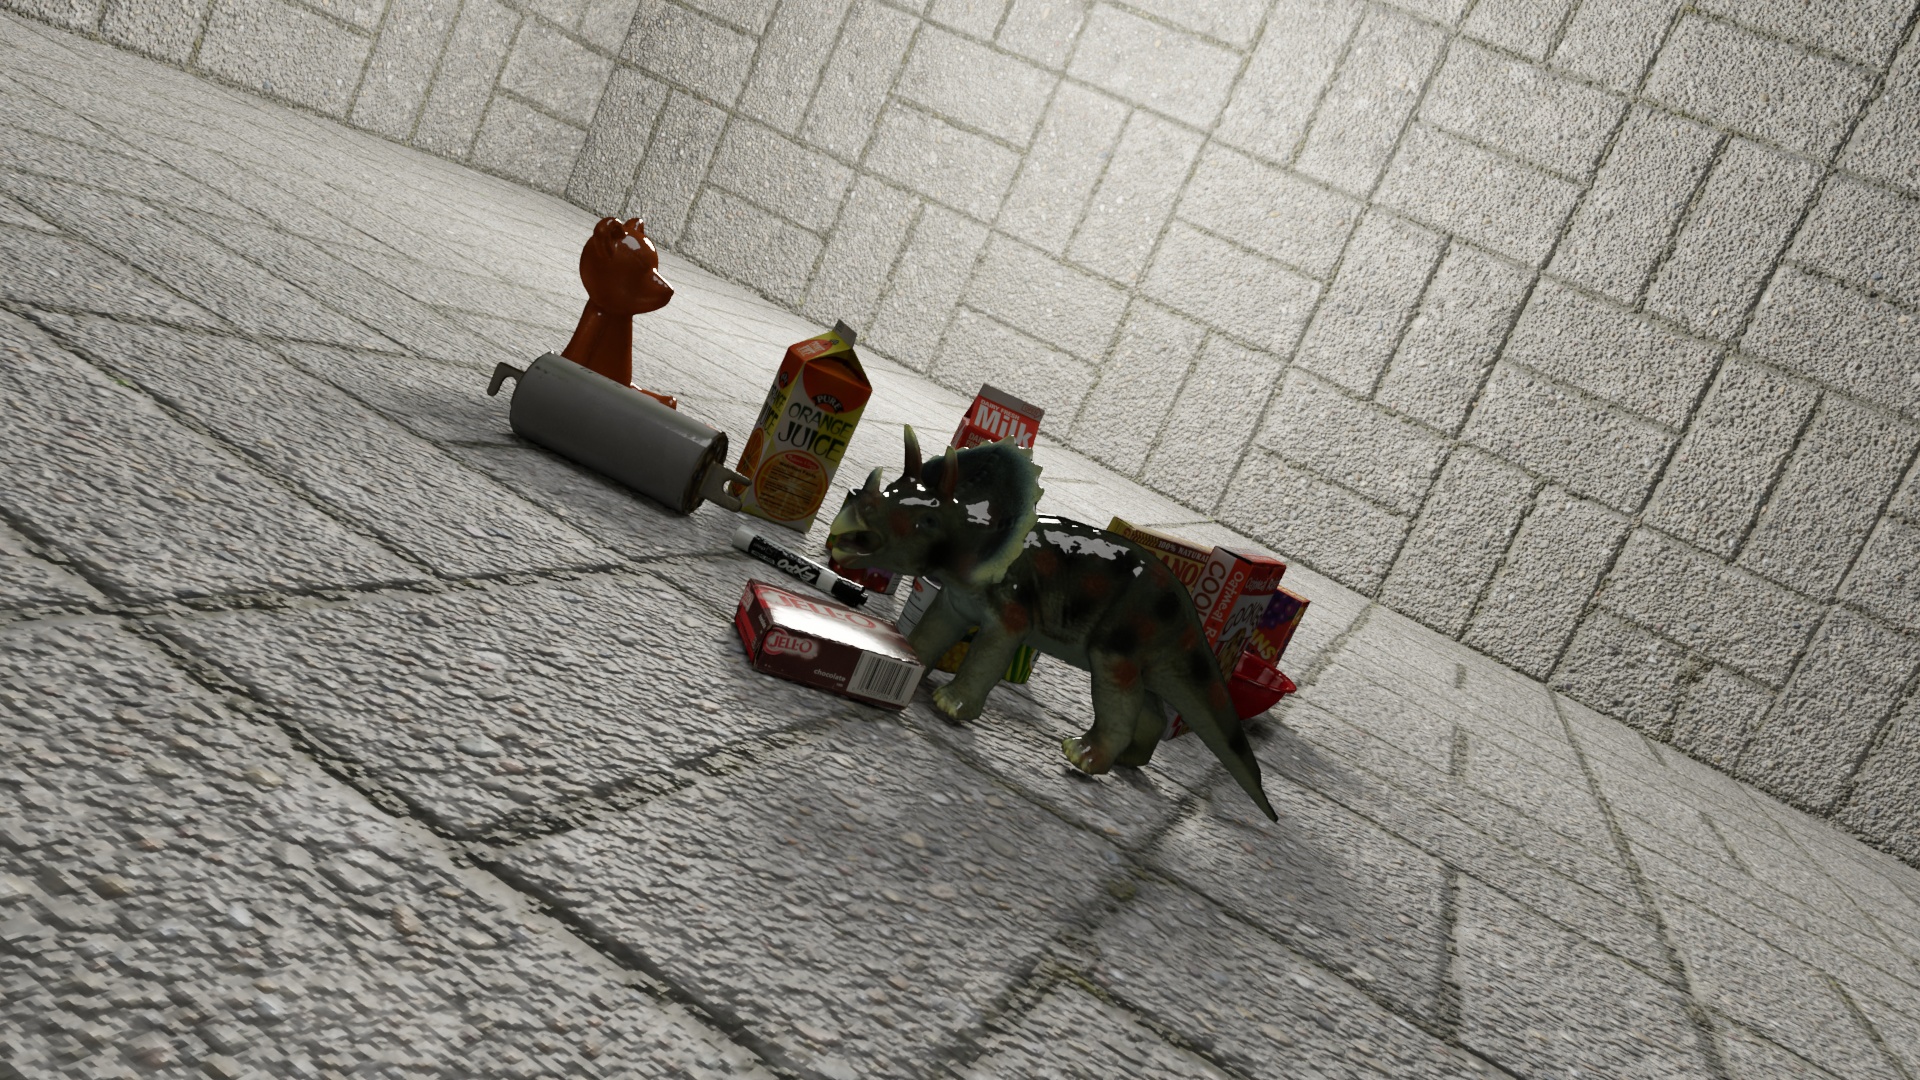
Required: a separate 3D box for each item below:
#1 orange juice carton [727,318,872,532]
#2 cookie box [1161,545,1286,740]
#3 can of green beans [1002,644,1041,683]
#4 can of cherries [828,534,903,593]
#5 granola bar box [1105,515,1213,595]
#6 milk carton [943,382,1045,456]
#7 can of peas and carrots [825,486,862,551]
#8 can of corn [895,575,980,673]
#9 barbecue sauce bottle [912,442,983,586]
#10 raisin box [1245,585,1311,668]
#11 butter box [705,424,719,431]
[{"bbox_3d":[-0.143,-0.112,1.293,0.073,0.192,0.072,21,10,-24],"label":"orange juice carton"},{"bbox_3d":[0.217,0.086,1.202,0.040,0.167,0.123,29,10,23],"label":"cookie box"},{"bbox_3d":[0.038,0.077,1.138,0.071,0.057,0.071,24,10,-4],"label":"can of green beans"},{"bbox_3d":[-0.078,0.006,1.223,0.071,0.058,0.071,24,10,-4],"label":"can of cherries"},{"bbox_3d":[0.198,0.053,1.454,0.165,0.124,0.039,16,13,-41],"label":"granola bar box"},{"bbox_3d":[0.014,-0.059,1.400,0.072,0.190,0.073,24,10,-8],"label":"milk carton"},{"bbox_3d":[-0.085,-0.011,1.294,0.071,0.058,0.071,24,10,-4],"label":"can of peas and carrots"},{"bbox_3d":[-0.011,0.064,1.085,0.071,0.058,0.071,24,10,-4],"label":"can of corn"},{"bbox_3d":[0.005,-0.016,1.276,0.044,0.148,0.065,24,10,-8],"label":"barbecue sauce bottle"},{"bbox_3d":[0.301,0.099,1.464,0.086,0.123,0.040,29,10,24],"label":"raisin box"},{"bbox_3d":[-0.253,-0.079,1.259,0.024,0.053,0.103,27,10,13],"label":"butter box"}]
